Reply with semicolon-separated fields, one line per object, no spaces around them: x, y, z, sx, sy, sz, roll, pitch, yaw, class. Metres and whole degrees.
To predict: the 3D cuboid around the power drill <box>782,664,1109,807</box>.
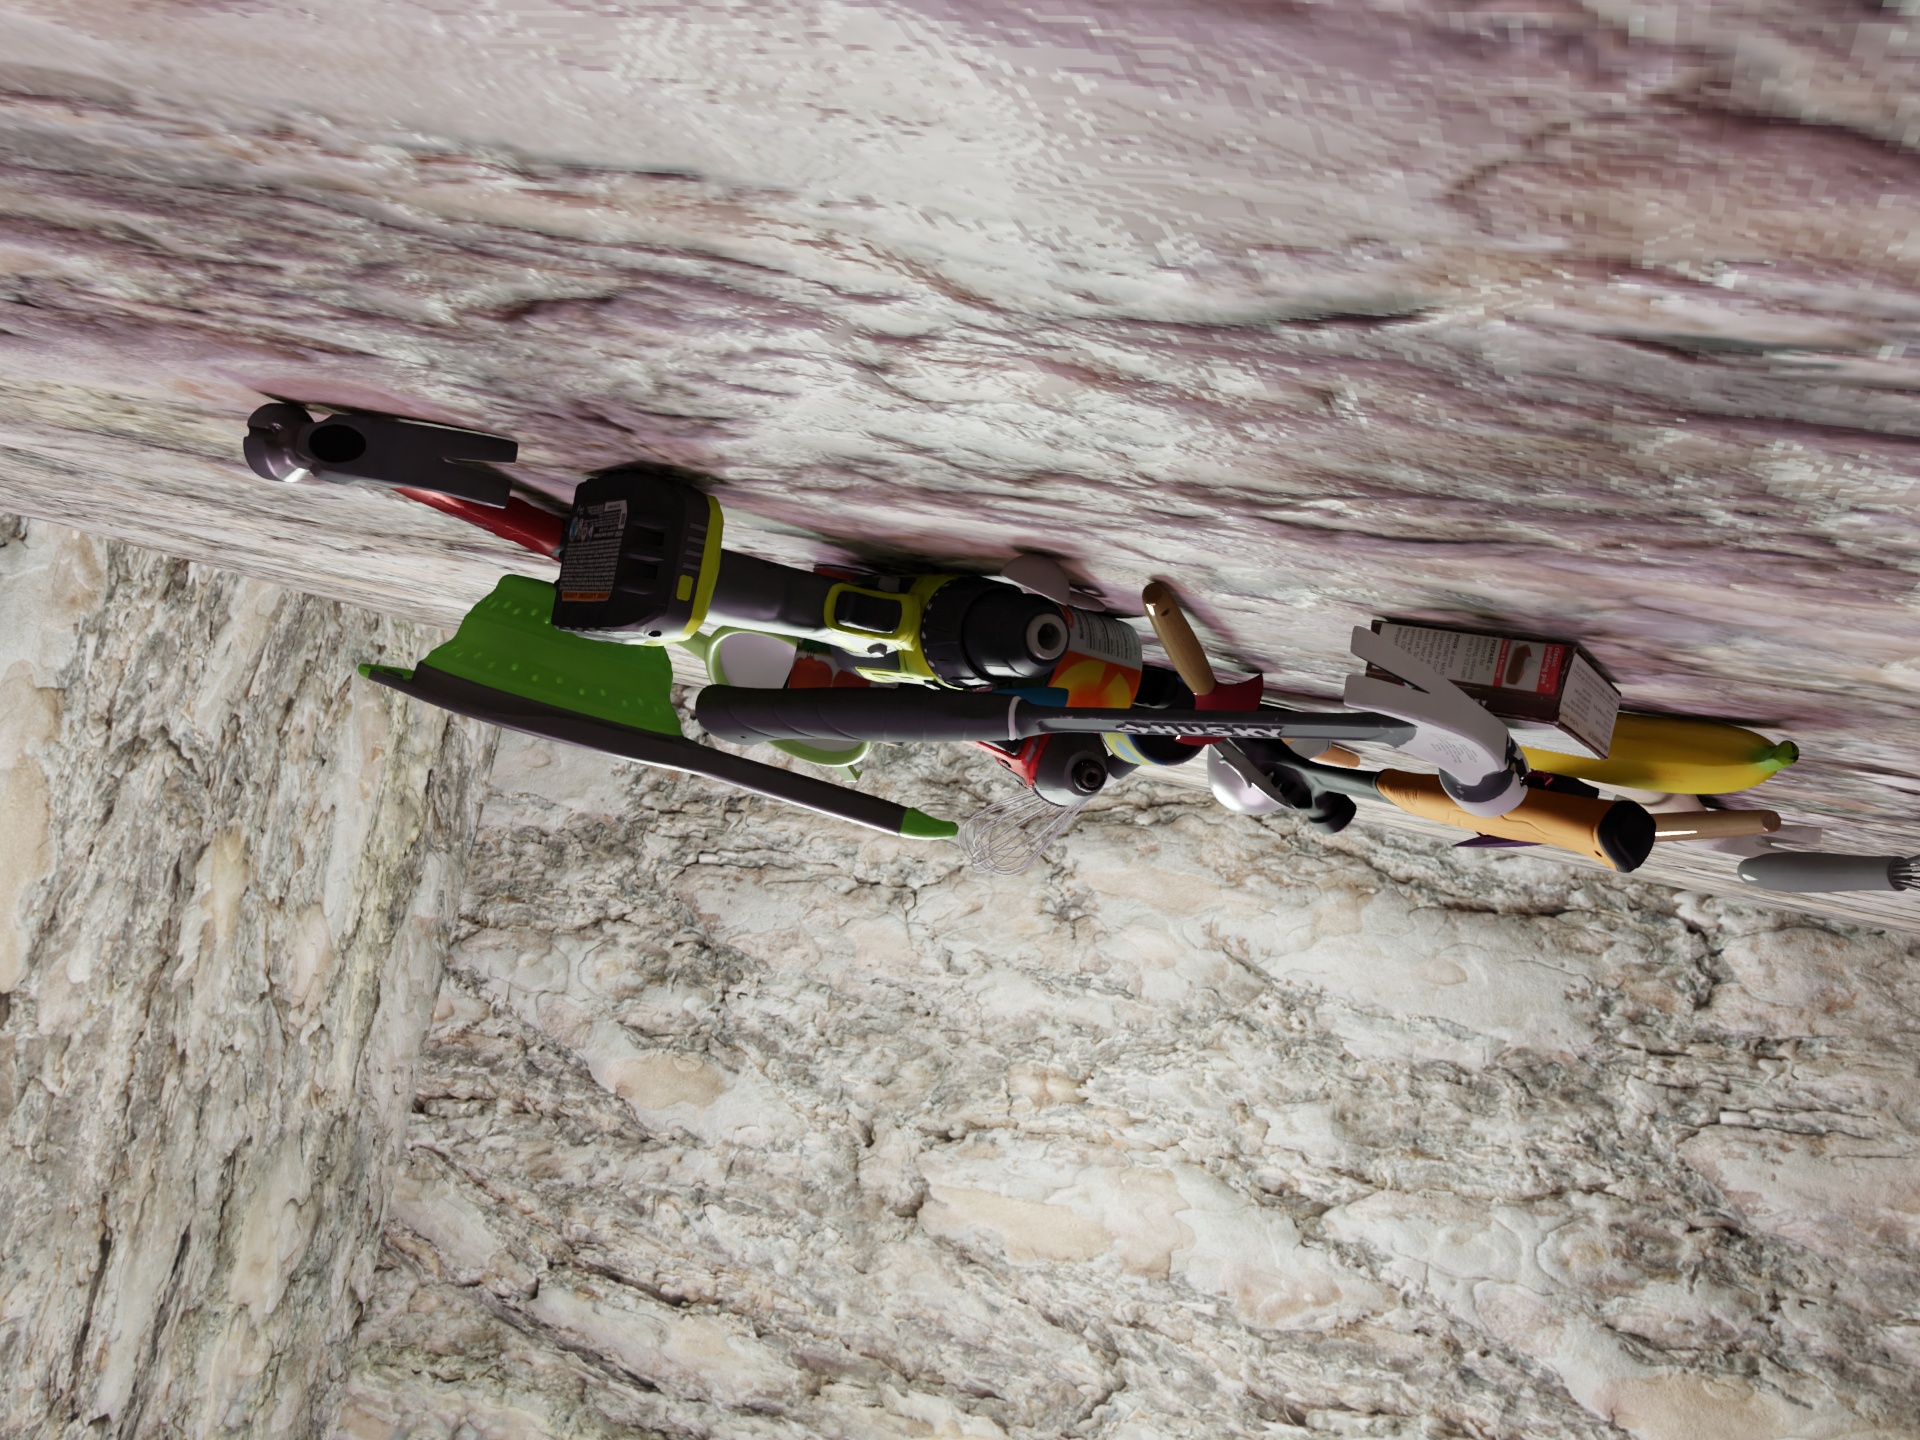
-0.002;-0.003;1.086;0.219;0.078;0.143;23;-177;-17;power drill

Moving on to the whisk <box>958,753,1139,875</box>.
0.103;0.058;1.368;0.070;0.070;0.284;15;140;-42;whisk

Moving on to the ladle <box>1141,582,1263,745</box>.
0.132;-0.029;0.888;0.031;0.069;0.315;54;-174;19;ladle

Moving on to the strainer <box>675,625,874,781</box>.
-0.164;-0.063;1.240;0.256;0.069;0.151;28;146;10;strainer

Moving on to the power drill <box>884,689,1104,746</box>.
0.006;-0.015;1.318;0.226;0.084;0.185;7;177;11;power drill

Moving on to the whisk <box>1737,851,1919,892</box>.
0.597;0.096;1.011;0.055;0.055;0.239;14;170;-22;whisk

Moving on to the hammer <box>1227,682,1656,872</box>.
0.274;0.039;0.947;0.127;0.034;0.337;44;169;-18;hammer

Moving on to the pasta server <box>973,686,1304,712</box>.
0.099;-0.022;1.185;0.316;0.060;0.040;10;136;2;pasta server

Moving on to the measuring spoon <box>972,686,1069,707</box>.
-0.005;-0.002;0.830;0.128;0.021;0.042;-5;174;21;measuring spoon

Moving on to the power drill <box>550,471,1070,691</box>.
-0.073;-0.061;0.807;0.228;0.080;0.191;11;179;-30;power drill

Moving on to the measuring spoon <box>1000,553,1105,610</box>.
0.052;-0.067;0.778;0.034;0.018;0.124;27;-171;18;measuring spoon

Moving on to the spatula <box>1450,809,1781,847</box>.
0.415;0.071;1.026;0.059;0.018;0.316;-13;177;-12;spatula

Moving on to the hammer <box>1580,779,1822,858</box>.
0.482;0.055;1.058;0.146;0.038;0.410;9;175;31;hammer

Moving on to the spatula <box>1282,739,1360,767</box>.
0.251;0.021;1.309;0.081;0.041;0.322;-6;167;40;spatula

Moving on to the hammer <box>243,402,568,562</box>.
-0.231;-0.108;0.933;0.143;0.038;0.386;10;176;16;hammer

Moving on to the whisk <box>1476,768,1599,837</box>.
0.389;0.045;1.083;0.073;0.073;0.295;10;-178;35;whisk

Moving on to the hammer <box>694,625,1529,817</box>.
0.038;-0.001;0.738;0.409;0.036;0.149;1;162;33;hammer

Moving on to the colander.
-0.182;-0.016;1.046;0.397;0.094;0.204;17;180;2;colander

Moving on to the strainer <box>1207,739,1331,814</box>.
0.238;0.033;1.199;0.087;0.050;0.258;44;-154;18;strainer

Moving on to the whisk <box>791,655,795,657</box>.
-0.087;-0.056;1.276;0.245;0.051;0.047;8;170;25;whisk
